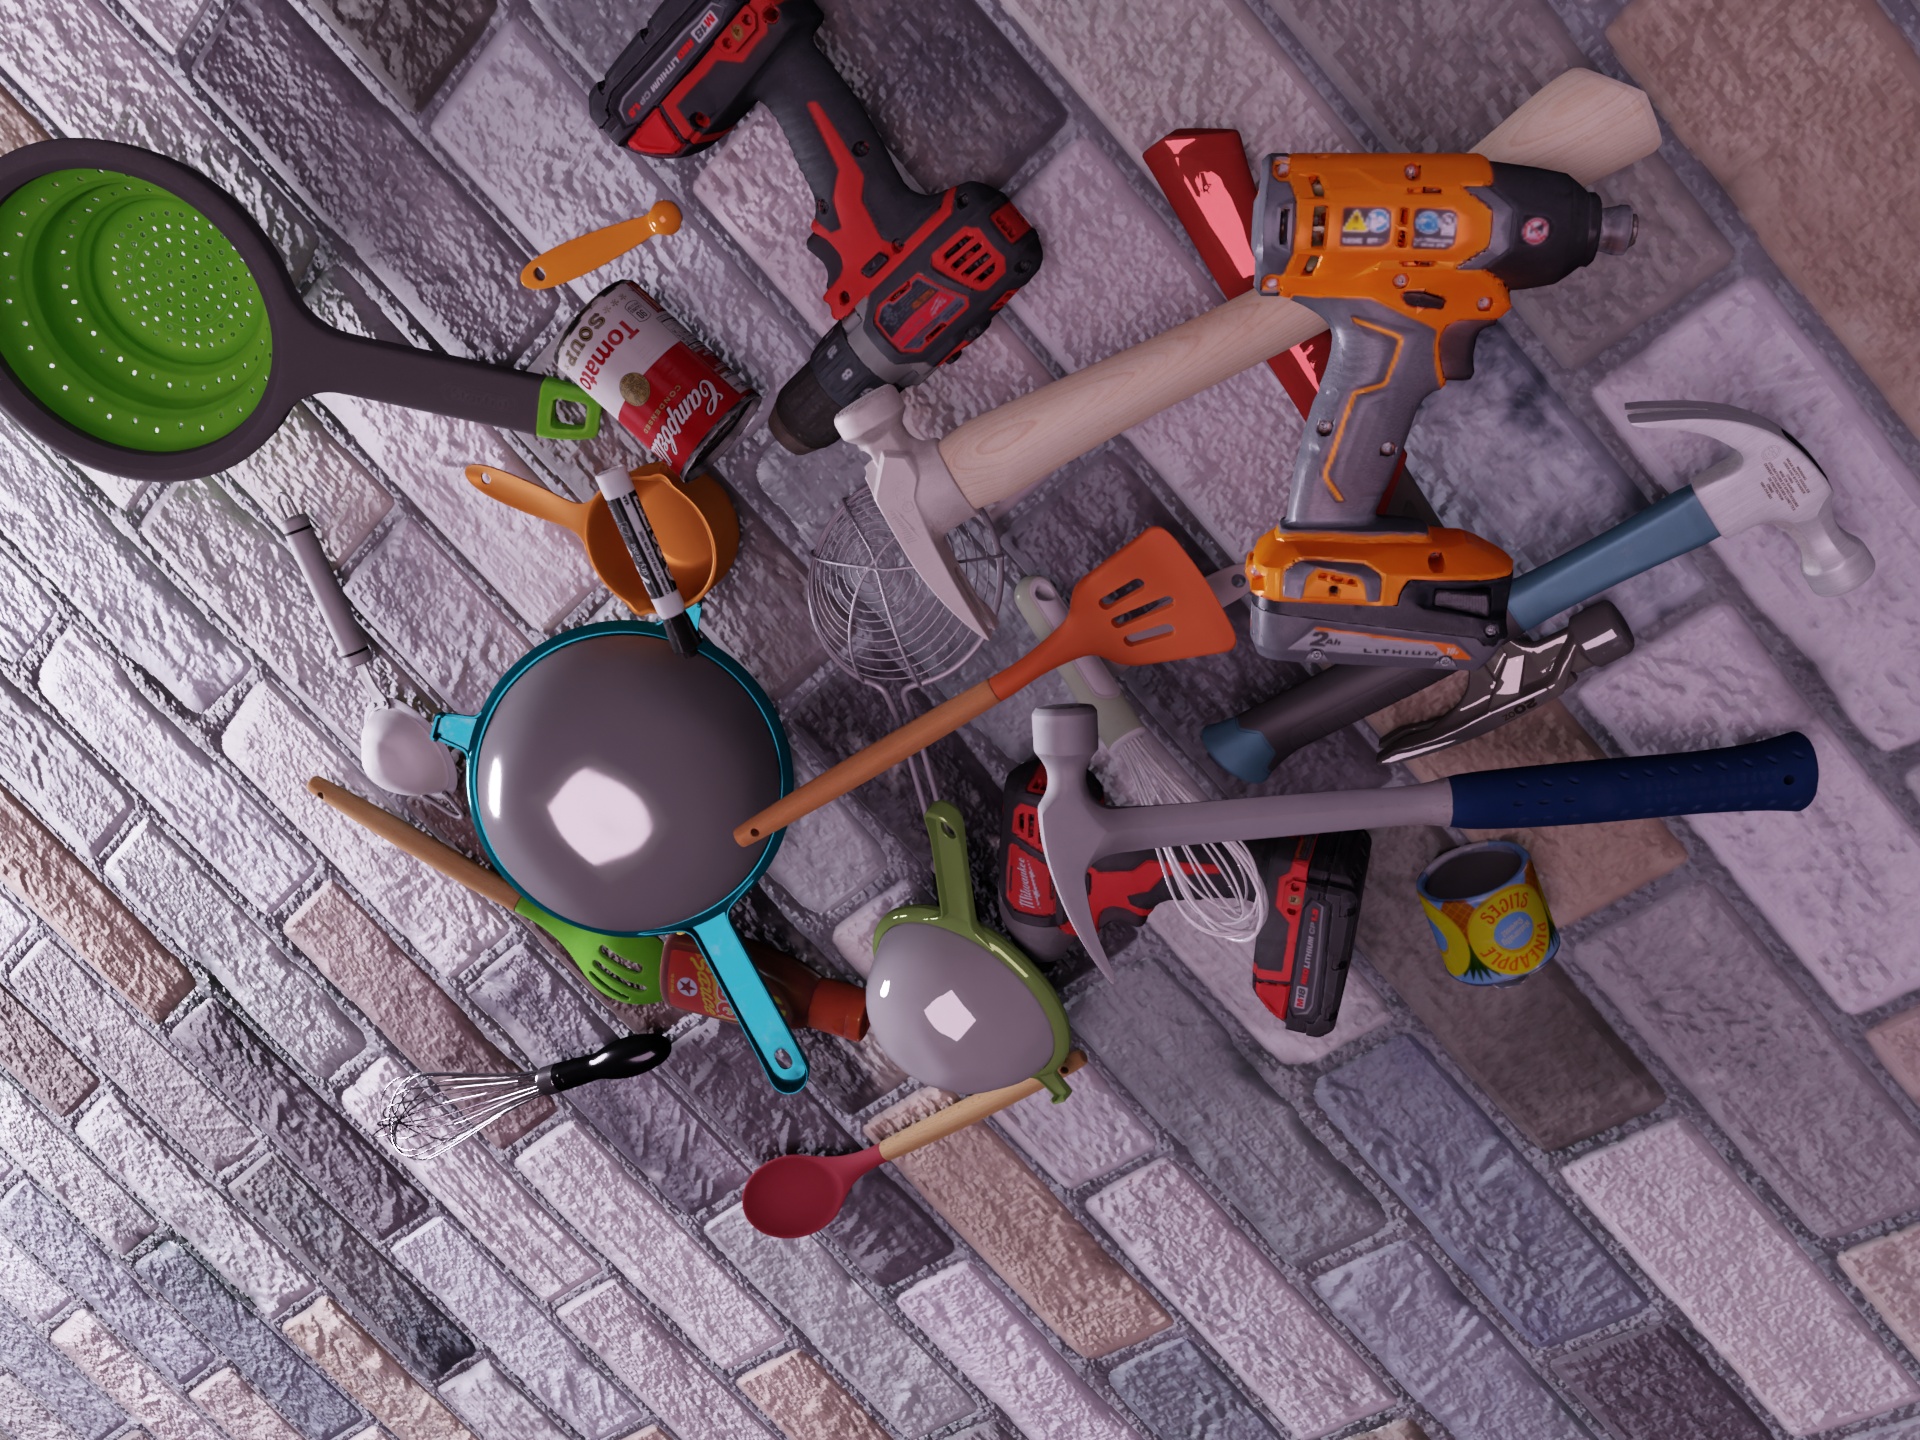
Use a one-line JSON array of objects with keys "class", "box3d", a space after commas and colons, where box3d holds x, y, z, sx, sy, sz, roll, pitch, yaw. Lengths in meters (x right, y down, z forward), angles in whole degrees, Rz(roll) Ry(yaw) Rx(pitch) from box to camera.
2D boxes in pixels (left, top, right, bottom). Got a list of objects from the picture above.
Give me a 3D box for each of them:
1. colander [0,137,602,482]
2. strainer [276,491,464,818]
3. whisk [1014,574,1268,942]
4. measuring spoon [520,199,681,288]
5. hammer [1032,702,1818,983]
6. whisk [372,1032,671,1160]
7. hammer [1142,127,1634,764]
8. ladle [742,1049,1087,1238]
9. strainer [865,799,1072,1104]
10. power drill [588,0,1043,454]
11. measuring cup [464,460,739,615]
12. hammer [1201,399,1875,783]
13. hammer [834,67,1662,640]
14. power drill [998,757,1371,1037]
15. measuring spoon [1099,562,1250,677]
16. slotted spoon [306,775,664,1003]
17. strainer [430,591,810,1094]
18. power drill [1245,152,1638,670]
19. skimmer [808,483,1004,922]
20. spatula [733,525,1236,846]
[{"class": "colander", "box3d": [-0.414, -0.241, 0.982, 0.397, 0.095, 0.204, 11, 120, -7]}, {"class": "strainer", "box3d": [-0.417, -0.036, 1.103, 0.087, 0.050, 0.258, -7, 110, 38]}, {"class": "whisk", "box3d": [0.099, 0.017, 0.899, 0.246, 0.058, 0.059, 59, 148, 17]}, {"class": "measuring spoon", "box3d": [-0.213, -0.275, 0.928, 0.117, 0.011, 0.021, -14, 110, 25]}, {"class": "hammer", "box3d": [0.242, 0.049, 0.828, 0.405, 0.035, 0.144, -4, 96, -4]}, {"class": "whisk", "box3d": [-0.340, 0.285, 1.228, 0.284, 0.070, 0.070, -19, 108, 21]}, {"class": "hammer", "box3d": [0.199, -0.146, 0.837, 0.149, 0.037, 0.359, -30, 103, 28]}, {"class": "ladle", "box3d": [-0.036, 0.301, 1.145, 0.315, 0.031, 0.069, -32, 104, 27]}, {"class": "strainer", "box3d": [-0.013, 0.157, 0.988, 0.151, 0.069, 0.256, 21, 140, 26]}, {"class": "power drill", "box3d": [-0.090, -0.269, 0.855, 0.188, 0.080, 0.226, -37, 102, 30]}, {"class": "measuring cup", "box3d": [-0.217, -0.130, 0.980, 0.173, 0.052, 0.095, 22, 120, 10]}, {"class": "hammer", "box3d": [0.273, -0.050, 0.820, 0.331, 0.033, 0.128, -30, 104, 29]}, {"class": "hammer", "box3d": [0.141, -0.183, 0.791, 0.410, 0.038, 0.146, -25, 106, 21]}, {"class": "power drill", "box3d": [0.128, 0.110, 0.967, 0.220, 0.078, 0.143, 11, 118, 17]}, {"class": "measuring spoon", "box3d": [0.119, -0.058, 0.917, 0.124, 0.018, 0.034, -29, 103, 28]}, {"class": "slotted spoon", "box3d": [-0.344, 0.122, 1.163, 0.314, 0.031, 0.070, 29, 121, 5]}, {"class": "strainer", "box3d": [-0.184, 0.103, 1.005, 0.211, 0.095, 0.340, -26, 99, 2]}, {"class": "power drill", "box3d": [0.213, -0.142, 0.732, 0.164, 0.084, 0.226, 3, 110, 10]}, {"class": "skimmer", "box3d": [-0.009, 0.025, 0.997, 0.127, 0.090, 0.363, 3, 126, 24]}, {"class": "spatula", "box3d": [-0.001, -0.003, 0.898, 0.322, 0.041, 0.081, -30, 107, 18]}]
